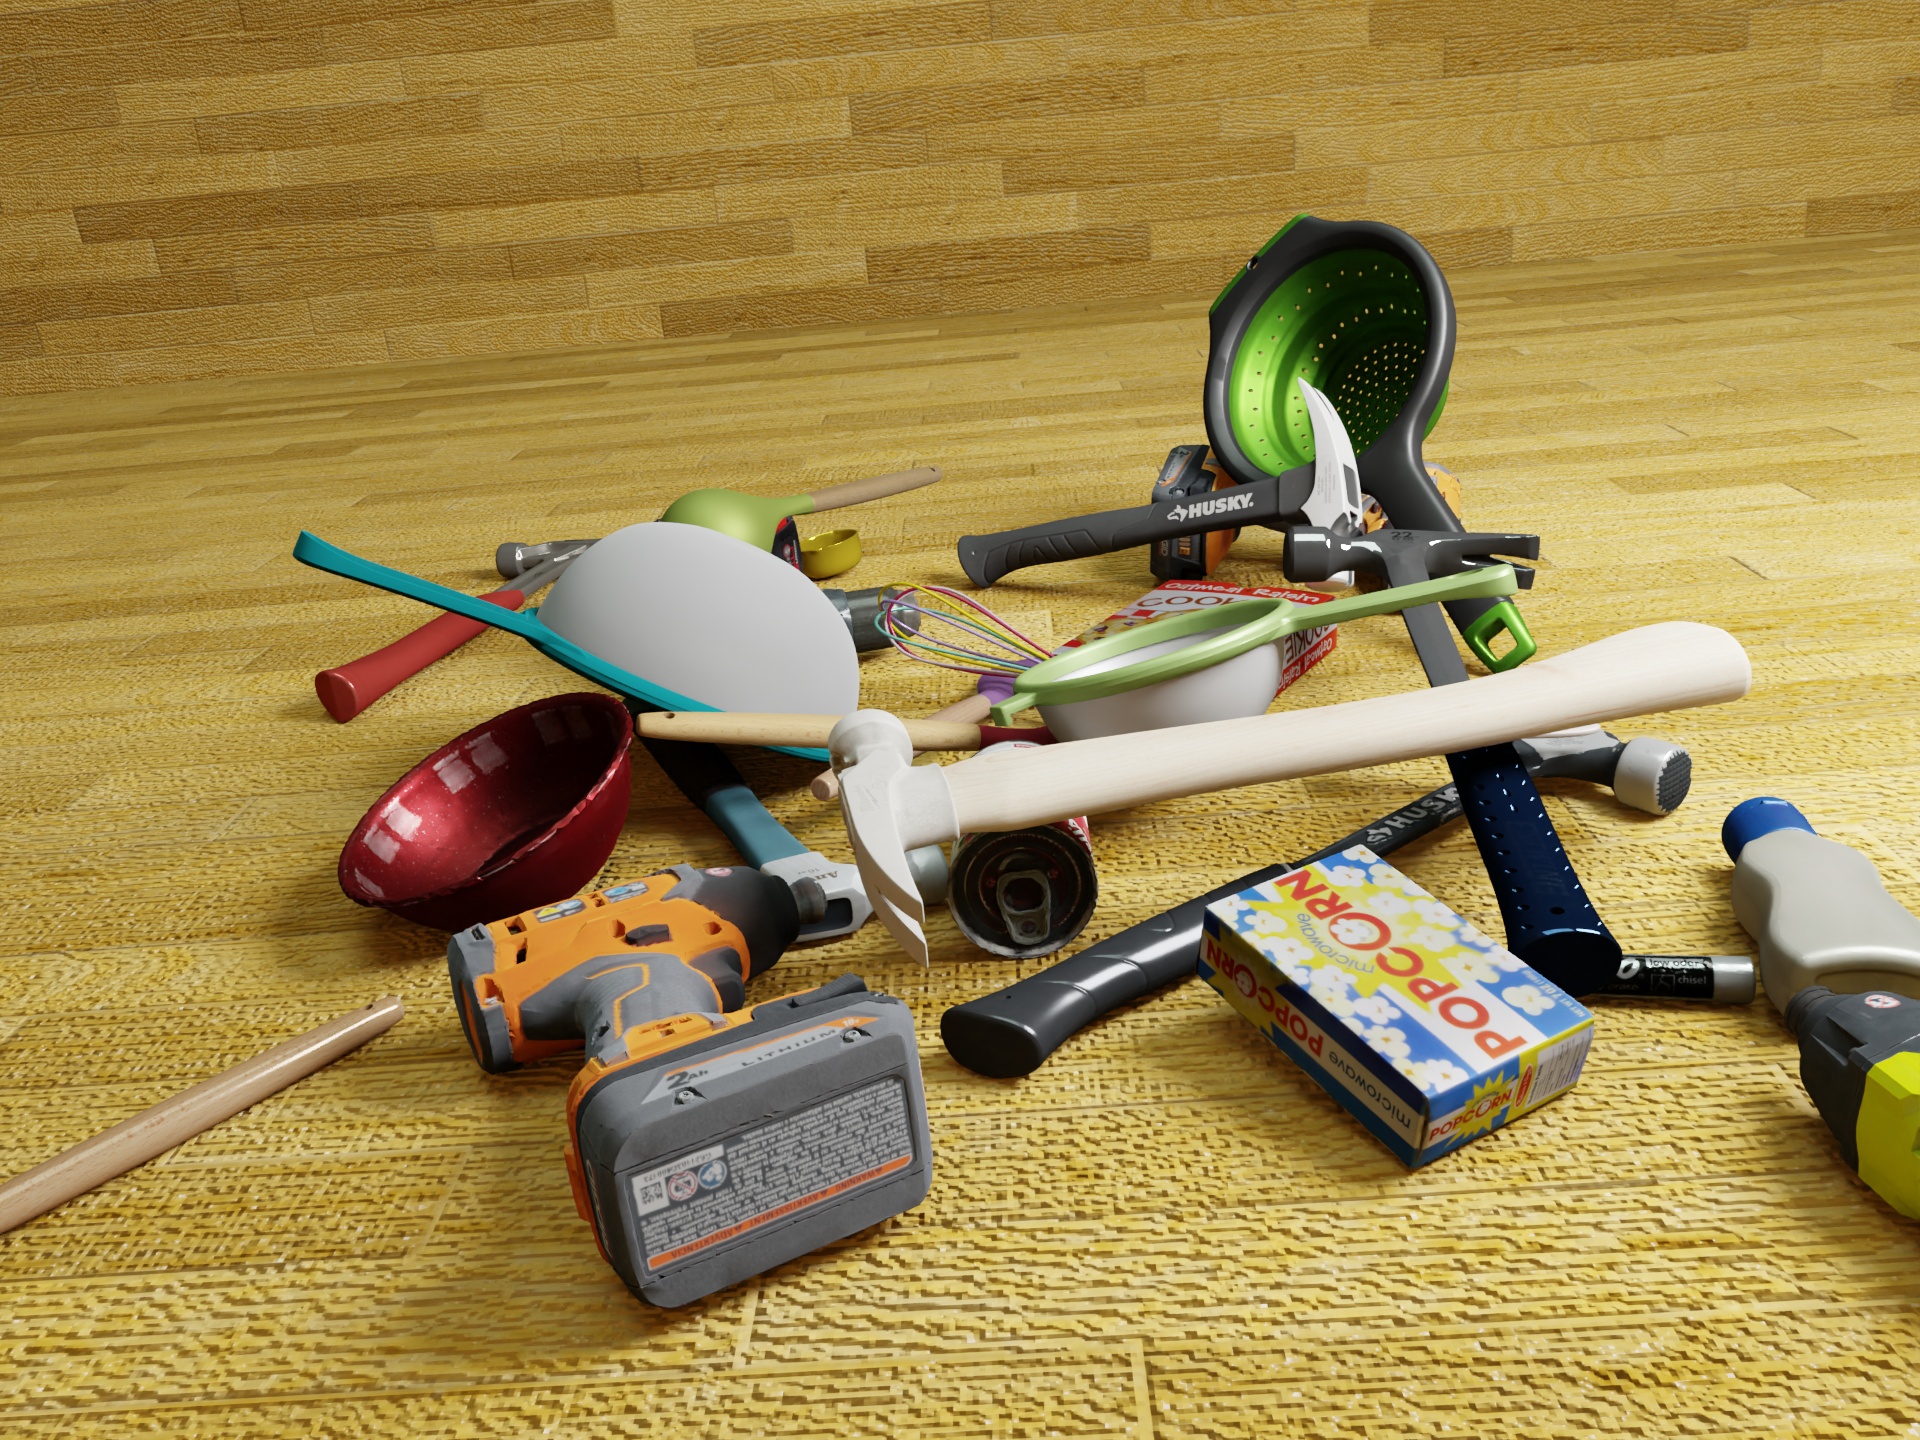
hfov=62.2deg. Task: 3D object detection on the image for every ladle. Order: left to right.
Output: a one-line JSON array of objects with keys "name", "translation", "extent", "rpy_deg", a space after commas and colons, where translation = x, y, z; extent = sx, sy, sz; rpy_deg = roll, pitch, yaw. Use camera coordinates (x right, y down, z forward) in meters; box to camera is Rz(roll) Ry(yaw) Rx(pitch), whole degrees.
[{"name": "ladle", "translation": [-0.104, -0.154, 1.174], "extent": [0.078, 0.062, 0.320], "rpy_deg": [42, 31, 14]}, {"name": "ladle", "translation": [-0.015, 0.008, 0.850], "extent": [0.315, 0.031, 0.069], "rpy_deg": [2, 31, -22]}]

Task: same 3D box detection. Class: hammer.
[{"name": "hammer", "translation": [-0.372, -0.081, 1.244], "extent": [0.149, 0.036, 0.359], "rpy_deg": [1, 22, 15]}, {"name": "hammer", "translation": [-0.130, 0.042, 0.880], "extent": [0.128, 0.033, 0.331], "rpy_deg": [-13, 23, -22]}, {"name": "hammer", "translation": [0.132, -0.148, 1.161], "extent": [0.335, 0.146, 0.035], "rpy_deg": [-6, -15, 39]}, {"name": "hammer", "translation": [0.161, 0.068, 0.741], "extent": [0.409, 0.036, 0.149], "rpy_deg": [-20, 25, -32]}, {"name": "hammer", "translation": [0.154, 0.014, 0.688], "extent": [0.410, 0.038, 0.146], "rpy_deg": [-10, 31, -8]}, {"name": "hammer", "translation": [0.252, -0.007, 0.783], "extent": [0.144, 0.035, 0.406], "rpy_deg": [0, 30, 5]}]

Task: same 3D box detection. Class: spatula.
[{"name": "spatula", "translation": [-0.352, 0.169, 0.596], "extent": [0.082, 0.044, 0.317], "rpy_deg": [8, 24, 39]}, {"name": "spatula", "translation": [-0.002, -0.003, 0.945], "extent": [0.060, 0.018, 0.316], "rpy_deg": [9, 18, 25]}]

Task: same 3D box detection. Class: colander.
[{"name": "colander", "translation": [0.307, -0.182, 1.104], "extent": [0.094, 0.204, 0.398], "rpy_deg": [14, 43, -41]}]

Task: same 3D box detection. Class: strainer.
[{"name": "strainer", "translation": [-0.188, -0.075, 0.885], "extent": [0.340, 0.095, 0.211], "rpy_deg": [20, 7, -39]}, {"name": "strainer", "translation": [0.153, -0.020, 0.803], "extent": [0.256, 0.069, 0.151], "rpy_deg": [-12, 9, 26]}]

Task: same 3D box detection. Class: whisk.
[{"name": "whisk", "translation": [0.049, -0.035, 0.965], "extent": [0.245, 0.047, 0.051], "rpy_deg": [21, 22, 25]}]

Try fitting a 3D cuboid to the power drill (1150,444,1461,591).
[{"name": "power drill", "translation": [0.258, -0.141, 1.190], "extent": [0.226, 0.084, 0.185], "rpy_deg": [6, 32, 15]}]

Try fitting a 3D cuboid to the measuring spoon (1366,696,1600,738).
[{"name": "measuring spoon", "translation": [0.263, -0.002, 0.820], "extent": [0.124, 0.018, 0.034], "rpy_deg": [1, 22, 19]}]

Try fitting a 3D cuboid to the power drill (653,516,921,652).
[{"name": "power drill", "translation": [-0.139, -0.091, 1.164], "extent": [0.188, 0.080, 0.227], "rpy_deg": [-10, 25, -10]}]

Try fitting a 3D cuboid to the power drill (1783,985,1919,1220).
[{"name": "power drill", "translation": [0.403, 0.117, 0.508], "extent": [0.223, 0.080, 0.171], "rpy_deg": [-11, 22, -7]}]

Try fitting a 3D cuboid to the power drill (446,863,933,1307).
[{"name": "power drill", "translation": [-0.097, 0.117, 0.620], "extent": [0.164, 0.084, 0.227], "rpy_deg": [-16, 20, -25]}]

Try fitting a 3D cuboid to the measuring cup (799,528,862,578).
[{"name": "measuring cup", "translation": [-0.156, -0.128, 1.337], "extent": [0.156, 0.029, 0.062], "rpy_deg": [-12, 19, 15]}]
